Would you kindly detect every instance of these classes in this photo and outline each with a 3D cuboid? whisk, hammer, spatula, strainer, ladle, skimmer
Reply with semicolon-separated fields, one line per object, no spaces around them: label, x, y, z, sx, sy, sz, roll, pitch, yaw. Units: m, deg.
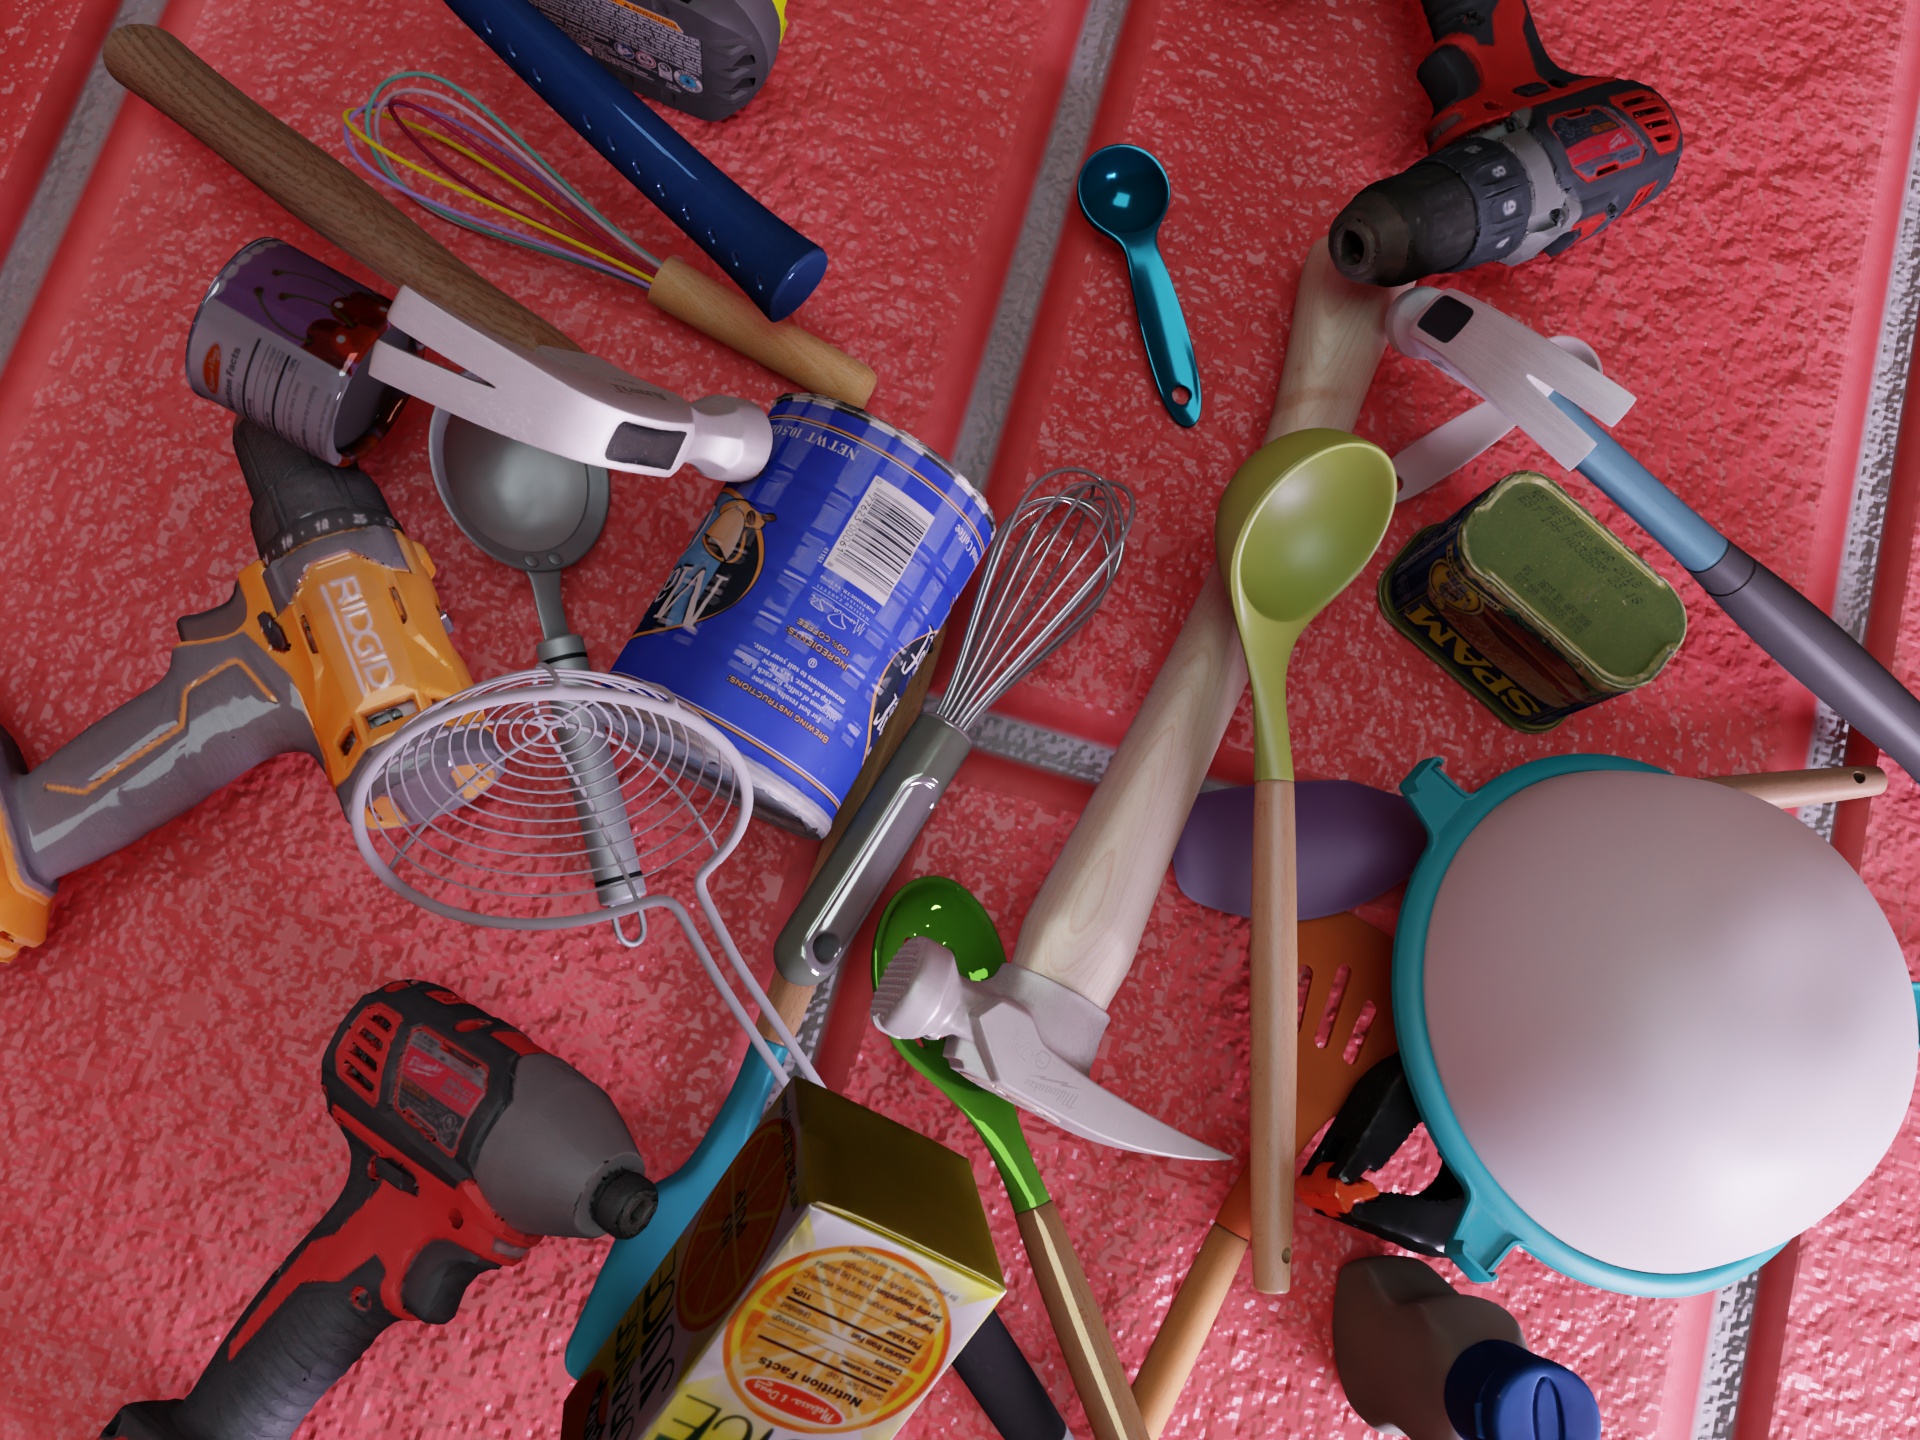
whisk;-0.145;-0.199;0.670;0.245;0.047;0.051;28;88;-5
hammer;0.313;-0.061;0.651;0.331;0.128;0.033;37;106;-12
spatula;0.244;0.043;0.674;0.316;0.018;0.060;-6;70;-6
whisk;-0.001;-0.002;0.629;0.057;0.059;0.246;45;68;-35
hammer;-0.222;-0.183;0.590;0.331;0.130;0.031;38;111;24
hammer;0.114;-0.030;0.649;0.146;0.038;0.411;31;71;-13
strainer;0.337;0.109;0.607;0.340;0.095;0.211;4;73;-16
spatula;0.094;0.221;0.624;0.081;0.041;0.322;28;82;0
strainer;-0.164;-0.035;0.635;0.087;0.050;0.258;-10;84;-52
ladle;0.127;0.049;0.592;0.078;0.062;0.320;9;80;-41
skimmer;-0.064;0.139;0.547;0.127;0.090;0.363;-29;100;16
hammer;-0.213;-0.307;0.635;0.405;0.144;0.035;43;76;0
spatula;-0.059;0.101;0.618;0.082;0.044;0.317;24;76;-18

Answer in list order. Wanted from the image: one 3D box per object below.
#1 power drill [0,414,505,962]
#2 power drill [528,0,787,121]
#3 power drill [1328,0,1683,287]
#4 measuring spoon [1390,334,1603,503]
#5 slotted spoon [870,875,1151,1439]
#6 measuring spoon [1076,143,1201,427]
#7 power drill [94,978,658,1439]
power drill;-0.309;-0.020;0.598;0.226;0.084;0.185;-22;75;-14
power drill;-0.120;-0.396;0.692;0.190;0.080;0.228;23;75;-1
power drill;0.195;-0.297;0.688;0.188;0.080;0.227;-26;85;-26
measuring spoon;0.231;-0.130;0.711;0.124;0.018;0.034;-33;84;-4
slotted spoon;0.035;0.208;0.597;0.070;0.031;0.314;-10;72;-44
measuring spoon;0.082;-0.190;0.706;0.042;0.021;0.128;-16;90;-10
power drill;-0.199;0.210;0.543;0.143;0.078;0.220;20;74;31
